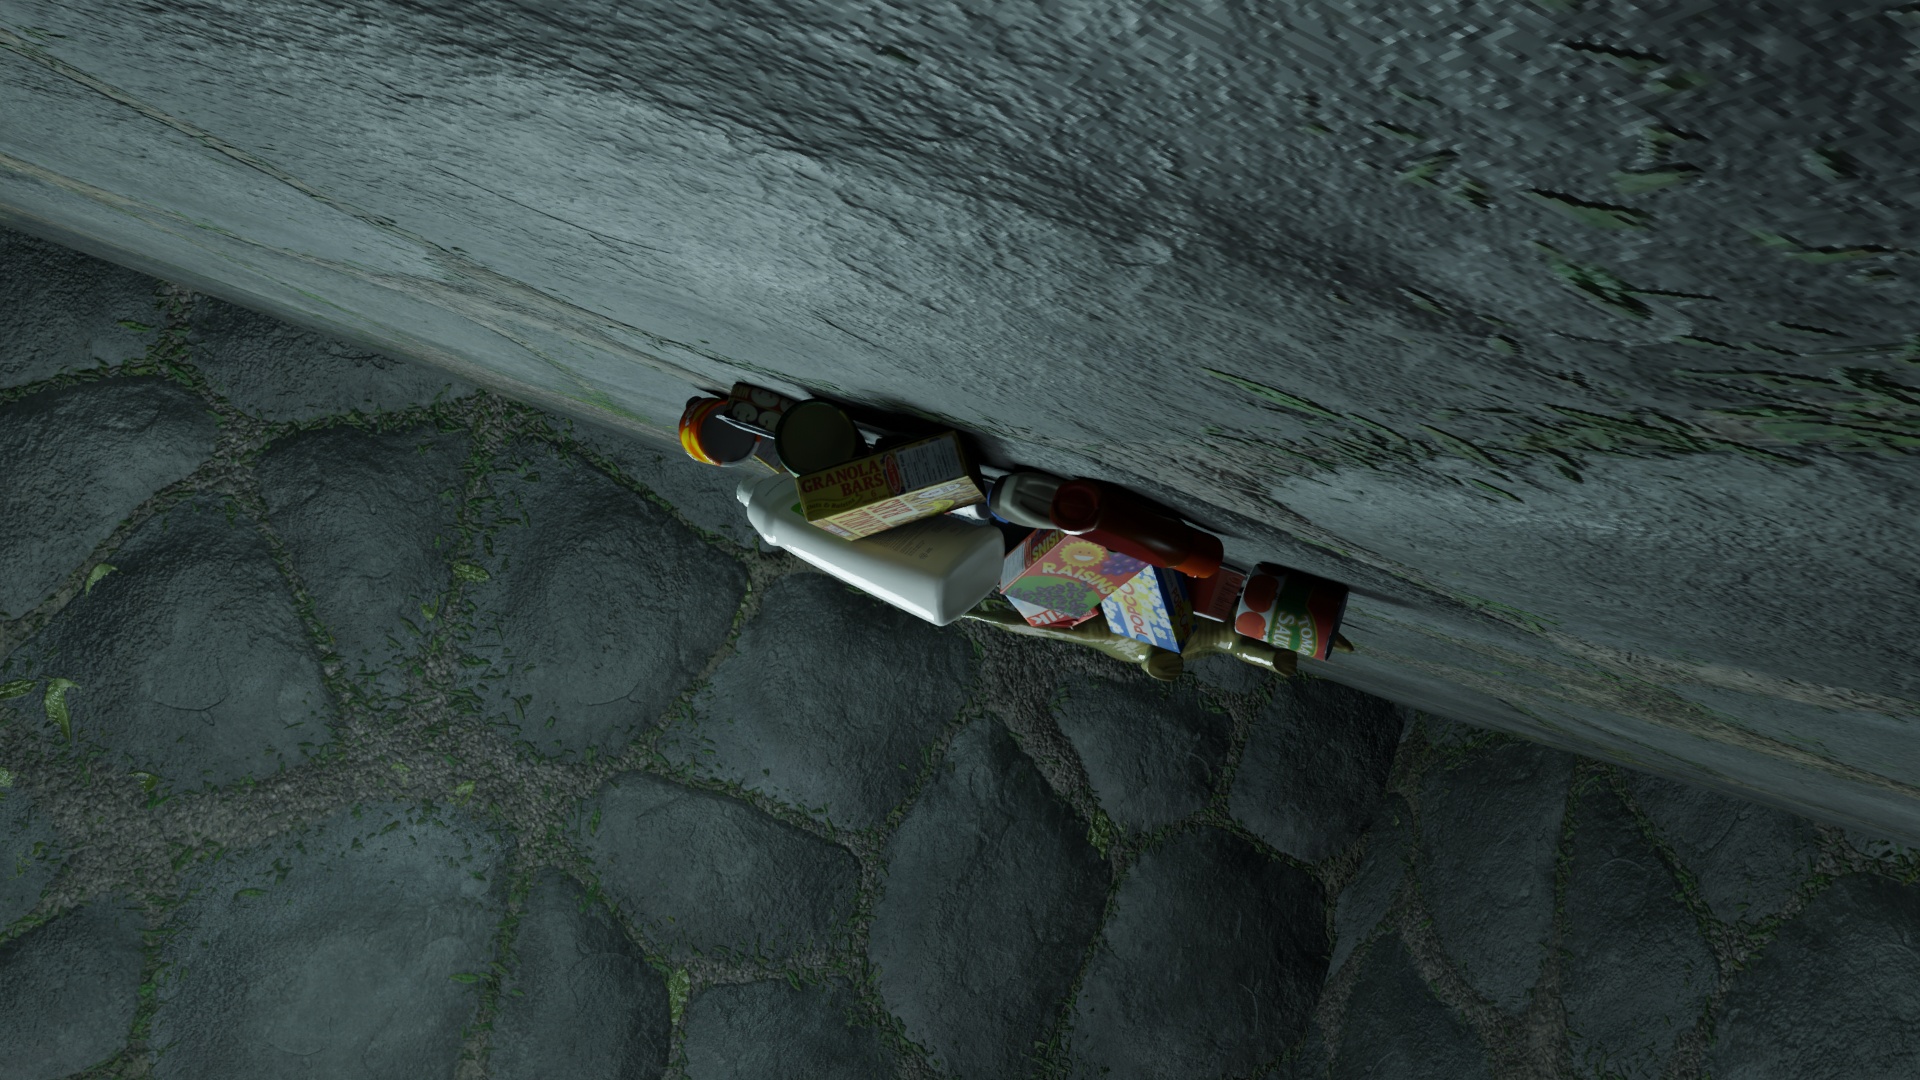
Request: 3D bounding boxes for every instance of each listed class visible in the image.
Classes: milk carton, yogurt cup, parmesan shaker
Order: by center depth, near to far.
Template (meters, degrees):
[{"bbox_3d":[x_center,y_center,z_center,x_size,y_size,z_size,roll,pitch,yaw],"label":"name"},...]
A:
[{"bbox_3d":[-0.112,-0.077,1.125,0.071,0.071,0.103,18,175,4],"label":"parmesan shaker"},{"bbox_3d":[0.088,0.032,1.371,0.073,0.072,0.190,-12,159,12],"label":"milk carton"},{"bbox_3d":[0.246,0.048,1.388,0.072,0.054,0.072,18,178,1],"label":"yogurt cup"}]

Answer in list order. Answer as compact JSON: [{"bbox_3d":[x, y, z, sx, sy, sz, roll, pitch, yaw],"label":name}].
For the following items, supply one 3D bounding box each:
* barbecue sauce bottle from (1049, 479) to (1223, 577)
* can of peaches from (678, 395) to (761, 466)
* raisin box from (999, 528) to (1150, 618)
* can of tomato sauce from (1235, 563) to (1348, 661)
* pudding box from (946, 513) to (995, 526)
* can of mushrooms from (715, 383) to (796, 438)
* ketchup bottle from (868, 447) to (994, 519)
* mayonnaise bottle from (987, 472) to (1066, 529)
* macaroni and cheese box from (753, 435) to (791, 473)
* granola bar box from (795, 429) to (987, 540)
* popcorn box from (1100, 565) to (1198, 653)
[{"bbox_3d":[0.142,-0.006,1.080,0.148,0.043,0.065,19,177,-35],"label":"barbecue sauce bottle"},{"bbox_3d":[-0.234,-0.107,1.347,0.071,0.071,0.058,20,177,-29],"label":"can of peaches"},{"bbox_3d":[0.101,0.016,1.207,0.086,0.040,0.122,20,141,-23],"label":"raisin box"},{"bbox_3d":[0.292,0.064,1.226,0.083,0.071,0.071,18,177,20],"label":"can of tomato sauce"},{"bbox_3d":[0.005,-0.017,1.356,0.030,0.083,0.049,15,176,46],"label":"pudding box"},{"bbox_3d":[-0.171,-0.109,1.190,0.071,0.033,0.071,18,178,1],"label":"can of mushrooms"},{"bbox_3d":[-0.033,-0.052,1.326,0.149,0.043,0.064,16,169,36],"label":"ketchup bottle"},{"bbox_3d":[0.054,-0.033,1.160,0.065,0.041,0.148,19,178,-11],"label":"mayonnaise bottle"},{"bbox_3d":[-0.143,-0.061,1.451,0.166,0.040,0.123,35,180,8],"label":"macaroni and cheese box"},{"bbox_3d":[-0.049,-0.041,1.085,0.124,0.039,0.165,-16,174,4],"label":"granola bar box"},{"bbox_3d":[0.174,0.045,1.351,0.085,0.038,0.126,15,143,39],"label":"popcorn box"}]
